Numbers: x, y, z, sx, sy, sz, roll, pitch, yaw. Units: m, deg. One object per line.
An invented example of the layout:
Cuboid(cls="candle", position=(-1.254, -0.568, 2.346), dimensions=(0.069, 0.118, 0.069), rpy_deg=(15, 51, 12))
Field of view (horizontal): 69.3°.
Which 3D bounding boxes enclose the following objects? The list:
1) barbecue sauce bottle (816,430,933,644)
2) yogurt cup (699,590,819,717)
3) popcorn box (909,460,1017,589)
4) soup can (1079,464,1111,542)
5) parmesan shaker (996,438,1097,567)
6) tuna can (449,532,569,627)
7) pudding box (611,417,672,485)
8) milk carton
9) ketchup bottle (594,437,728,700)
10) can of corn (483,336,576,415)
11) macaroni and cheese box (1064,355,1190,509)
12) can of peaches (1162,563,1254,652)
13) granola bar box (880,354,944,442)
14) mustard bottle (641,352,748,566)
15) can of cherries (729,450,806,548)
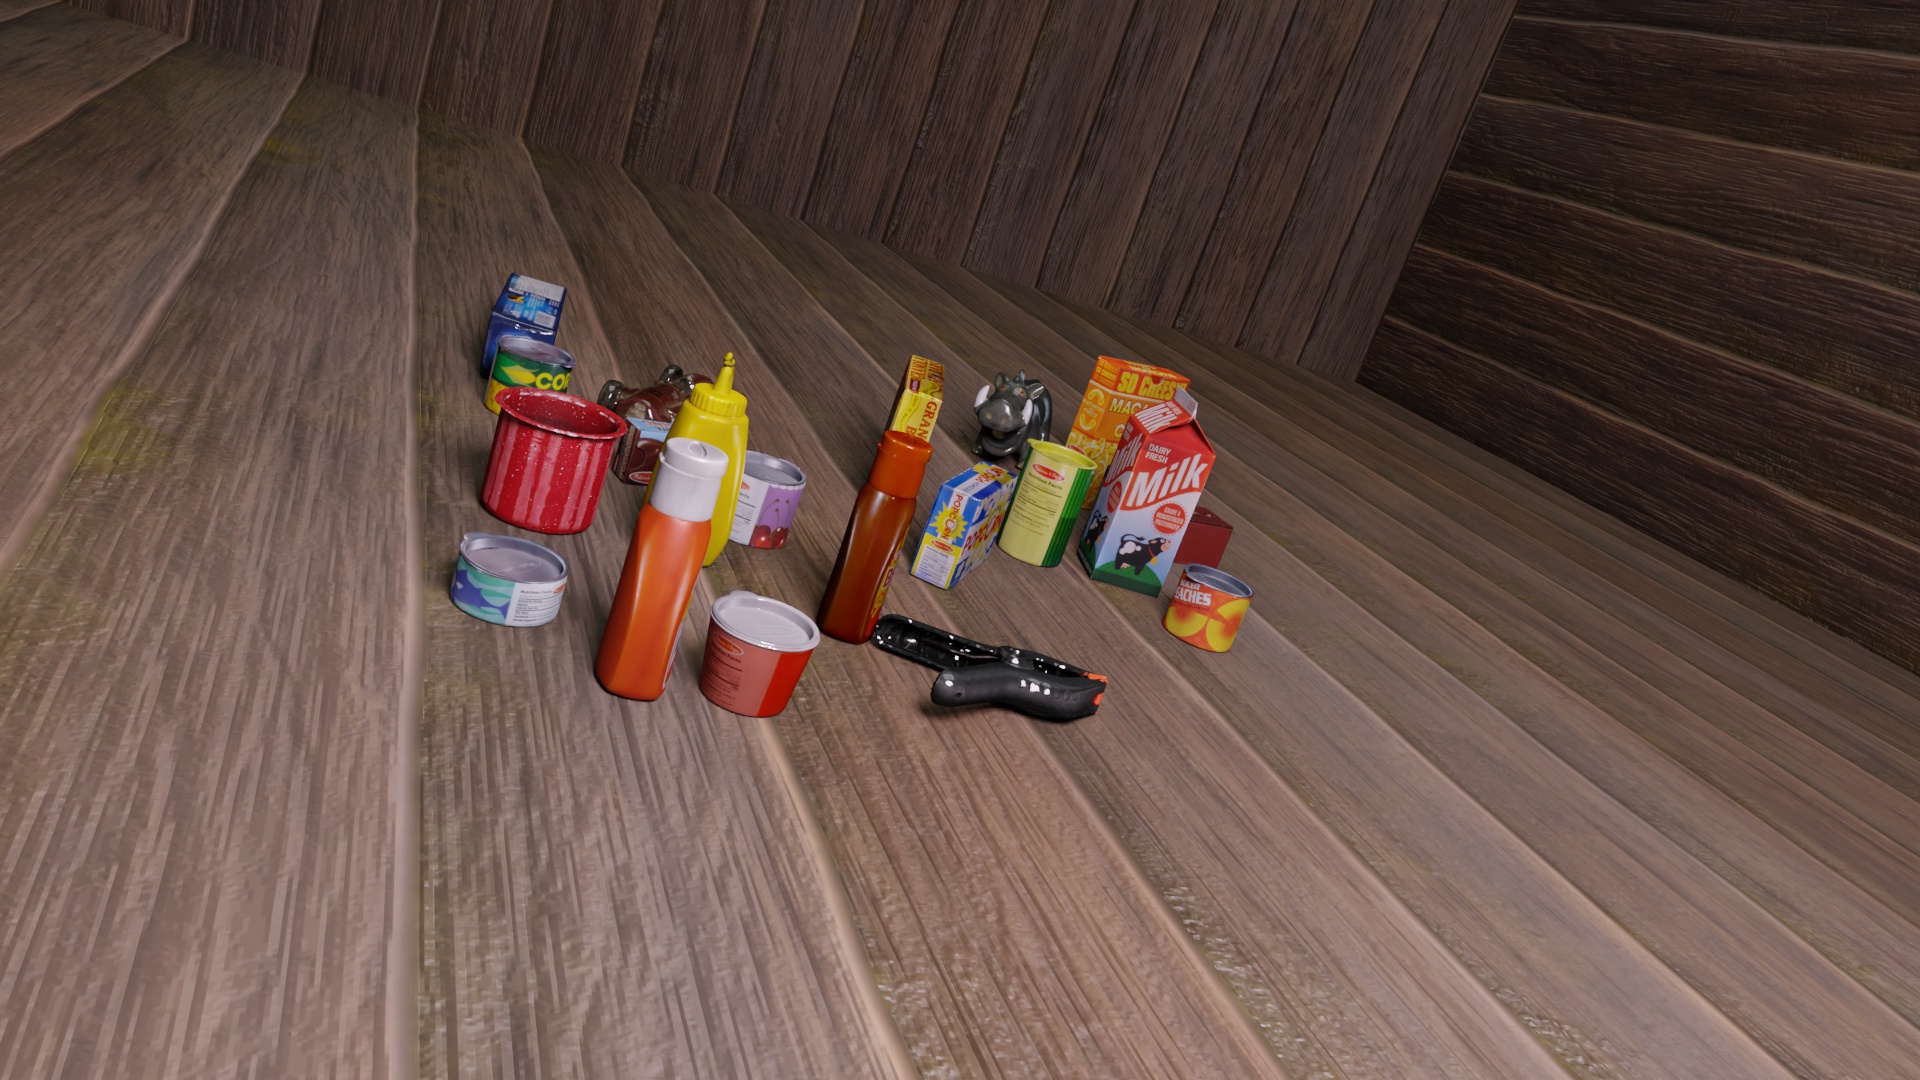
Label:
Cuboid(cls="barbecue sauce bottle", position=(-0.060, -0.004, 0.984), dimensions=(0.044, 0.148, 0.065), rpy_deg=(19, 17, -2))
Cuboid(cls="yogurt cup", position=(-0.125, 0.071, 0.844), dimensions=(0.072, 0.053, 0.072), rpy_deg=(18, 17, -6))
Cuboid(cls="popcorn box", position=(0.004, -0.015, 1.195), dimensions=(0.038, 0.085, 0.127), rpy_deg=(23, 17, 11))
Cuboid(cls="soup can", position=(0.163, -0.026, 1.405), dimensions=(0.071, 0.083, 0.071), rpy_deg=(18, 17, -6))
Cuboid(cls="parmesan shaker", position=(0.078, -0.035, 1.307), dimensions=(0.071, 0.102, 0.071), rpy_deg=(18, 17, -6))
Cuboid(cls="tuna can", position=(-0.280, 0.024, 0.856), dimensions=(0.071, 0.032, 0.071), rpy_deg=(18, 17, -6))
Cuboid(cls="pudding box", position=(-0.243, -0.071, 1.158), dimensions=(0.084, 0.049, 0.030), rpy_deg=(4, 23, -41))
Cuboid(cls="milk carton", position=(0.181, -0.051, 1.320), dimensions=(0.073, 0.190, 0.072), rpy_deg=(16, 17, -13))
Cuboid(cls="ketchup bottle", position=(-0.173, 0.015, 0.804), dimensions=(0.043, 0.148, 0.065), rpy_deg=(14, 18, -19))
Cuboid(cls="can of corn", position=(-0.372, -0.137, 1.205), dimensions=(0.071, 0.058, 0.071), rpy_deg=(18, 17, -6))
Cuboid(cls="macaroni and cheese box", position=(0.179, -0.115, 1.554), dimensions=(0.124, 0.166, 0.040), rpy_deg=(3, 23, -43))
Cuboid(cls="can of peaches", position=(0.220, 0.060, 1.246), dimensions=(0.071, 0.058, 0.071), rpy_deg=(18, 17, -6))
Cuboid(cls="granola bar box", position=(-0.053, -0.100, 1.327), dimensions=(0.039, 0.123, 0.166), rpy_deg=(18, 17, -6))
Cuboid(cls="mustard bottle", position=(-0.185, -0.061, 1.003), dimensions=(0.065, 0.159, 0.049), rpy_deg=(12, 18, -26))
Cuboid(cls="can of cherries", position=(-0.161, -0.033, 1.114), dimensions=(0.071, 0.058, 0.072), rpy_deg=(18, 17, -6))
